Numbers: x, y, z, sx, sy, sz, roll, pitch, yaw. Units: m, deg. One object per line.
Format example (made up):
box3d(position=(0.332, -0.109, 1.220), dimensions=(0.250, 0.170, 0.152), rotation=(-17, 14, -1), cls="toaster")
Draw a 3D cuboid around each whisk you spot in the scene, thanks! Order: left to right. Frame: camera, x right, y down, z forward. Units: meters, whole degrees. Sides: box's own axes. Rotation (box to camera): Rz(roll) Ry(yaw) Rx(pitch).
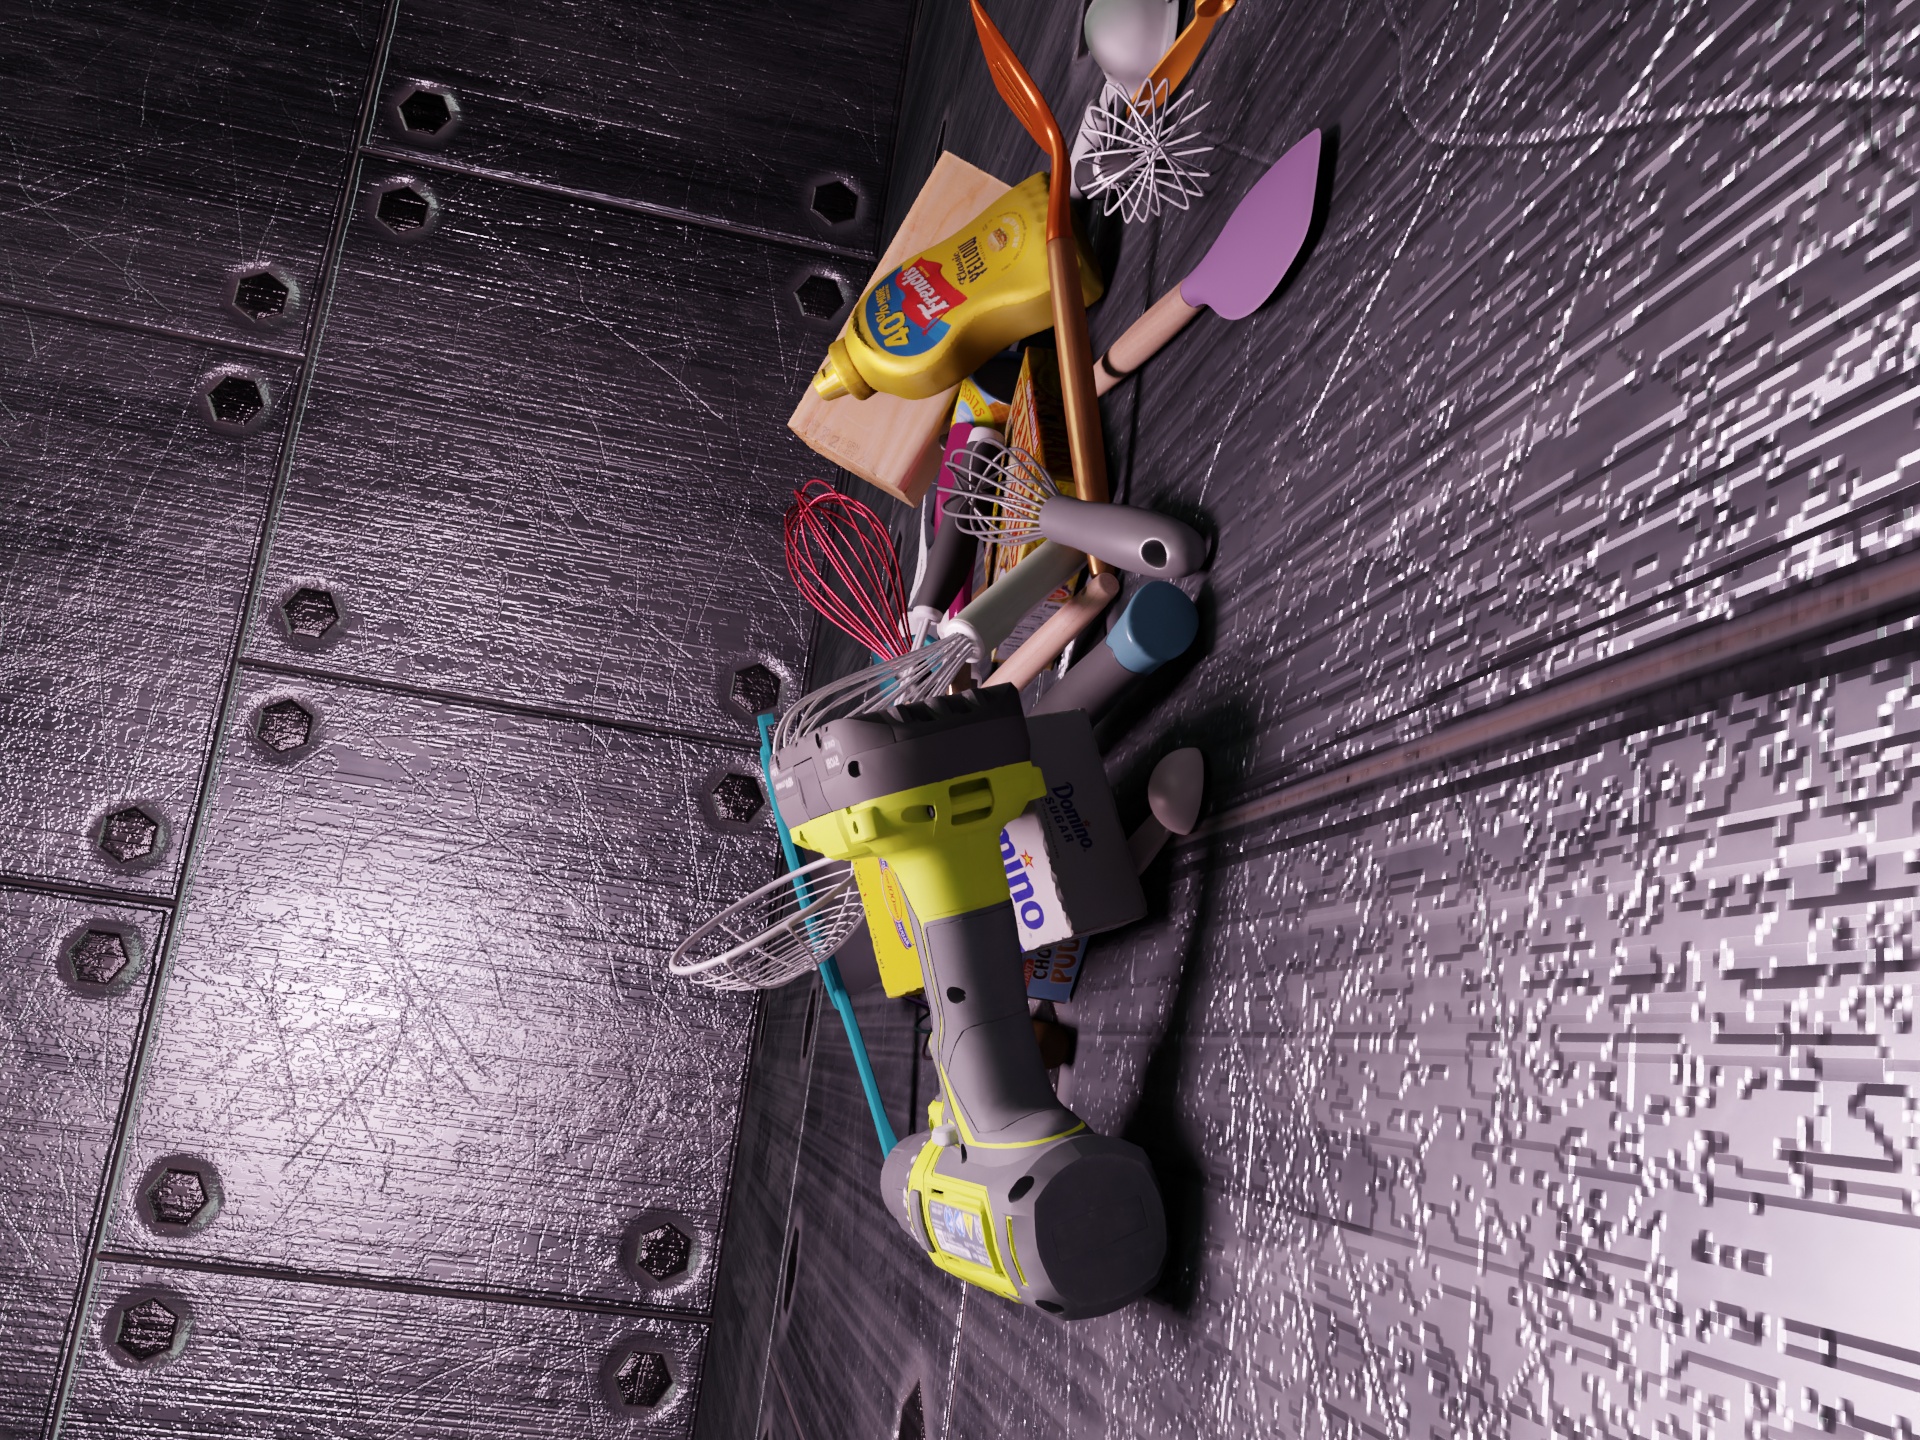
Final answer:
box3d(position=(-0.041, -0.048, 1.029), dimensions=(0.296, 0.073, 0.073), rotation=(59, 149, 30), cls="whisk")
box3d(position=(-0.002, -0.033, 0.770), dimensions=(0.246, 0.059, 0.058), rotation=(-42, 9, -35), cls="whisk")
box3d(position=(0.015, 0.165, 0.847), dimensions=(0.245, 0.051, 0.047), rotation=(157, 102, -74), cls="whisk")
box3d(position=(0.049, -0.098, 0.751), dimensions=(0.239, 0.055, 0.055), rotation=(32, 113, 62), cls="whisk")
box3d(position=(0.086, -0.295, 0.840), dimensions=(0.285, 0.070, 0.070), rotation=(-94, 15, -74), cls="whisk")

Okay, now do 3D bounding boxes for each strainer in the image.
box3d(position=(-0.061, 0.159, 1.184), dimensions=(0.210, 0.095, 0.341), rotation=(82, 169, -59), cls="strainer")
box3d(position=(0.085, -0.371, 0.963), dimensions=(0.258, 0.050, 0.087), rotation=(116, 148, -70), cls="strainer")

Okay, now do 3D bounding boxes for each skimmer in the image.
box3d(position=(-0.062, -0.016, 0.909), dimensions=(0.127, 0.090, 0.363), rotation=(-12, 58, 65), cls="skimmer")

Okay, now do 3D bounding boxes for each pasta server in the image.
box3d(position=(-0.001, -0.003, 0.910), dimensions=(0.316, 0.040, 0.060), rotation=(-44, 30, 52), cls="pasta server")

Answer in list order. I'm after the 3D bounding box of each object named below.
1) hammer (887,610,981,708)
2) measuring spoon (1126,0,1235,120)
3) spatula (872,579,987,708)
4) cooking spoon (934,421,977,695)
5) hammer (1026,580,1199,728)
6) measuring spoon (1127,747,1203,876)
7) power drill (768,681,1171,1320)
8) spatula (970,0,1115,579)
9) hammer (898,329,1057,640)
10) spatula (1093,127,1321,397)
box3d(position=(-0.044, 0.004, 1.235), dimensions=(0.331, 0.031, 0.130), rotation=(159, 111, -72), cls="hammer")
box3d(position=(0.108, -0.337, 0.805), dimensions=(0.117, 0.021, 0.011), rotation=(149, 109, -72), cls="measuring spoon")
box3d(position=(-0.010, -0.063, 1.201), dimensions=(0.317, 0.044, 0.082), rotation=(134, 121, -71), cls="spatula")
box3d(position=(-0.001, -0.031, 1.032), dimensions=(0.069, 0.017, 0.319), rotation=(-154, 63, -64), cls="cooking spoon")
box3d(position=(0.036, 0.012, 0.784), dimensions=(0.128, 0.033, 0.331), rotation=(-53, 2, -26), cls="hammer")
box3d(position=(0.073, 0.046, 0.657), dimensions=(0.124, 0.018, 0.034), rotation=(115, 162, -61), cls="measuring spoon")
box3d(position=(-0.007, 0.112, 0.635), dimensions=(0.190, 0.080, 0.228), rotation=(-24, 80, 66), cls="power drill")
box3d(position=(0.046, -0.227, 0.839), dimensions=(0.081, 0.041, 0.323), rotation=(45, -143, -74), cls="spatula")
box3d(position=(0.011, -0.189, 1.240), dimensions=(0.409, 0.036, 0.149), rotation=(126, 153, -69), cls="hammer")
box3d(position=(0.100, -0.189, 0.736), dimensions=(0.316, 0.018, 0.060), rotation=(173, 106, -80), cls="spatula")
